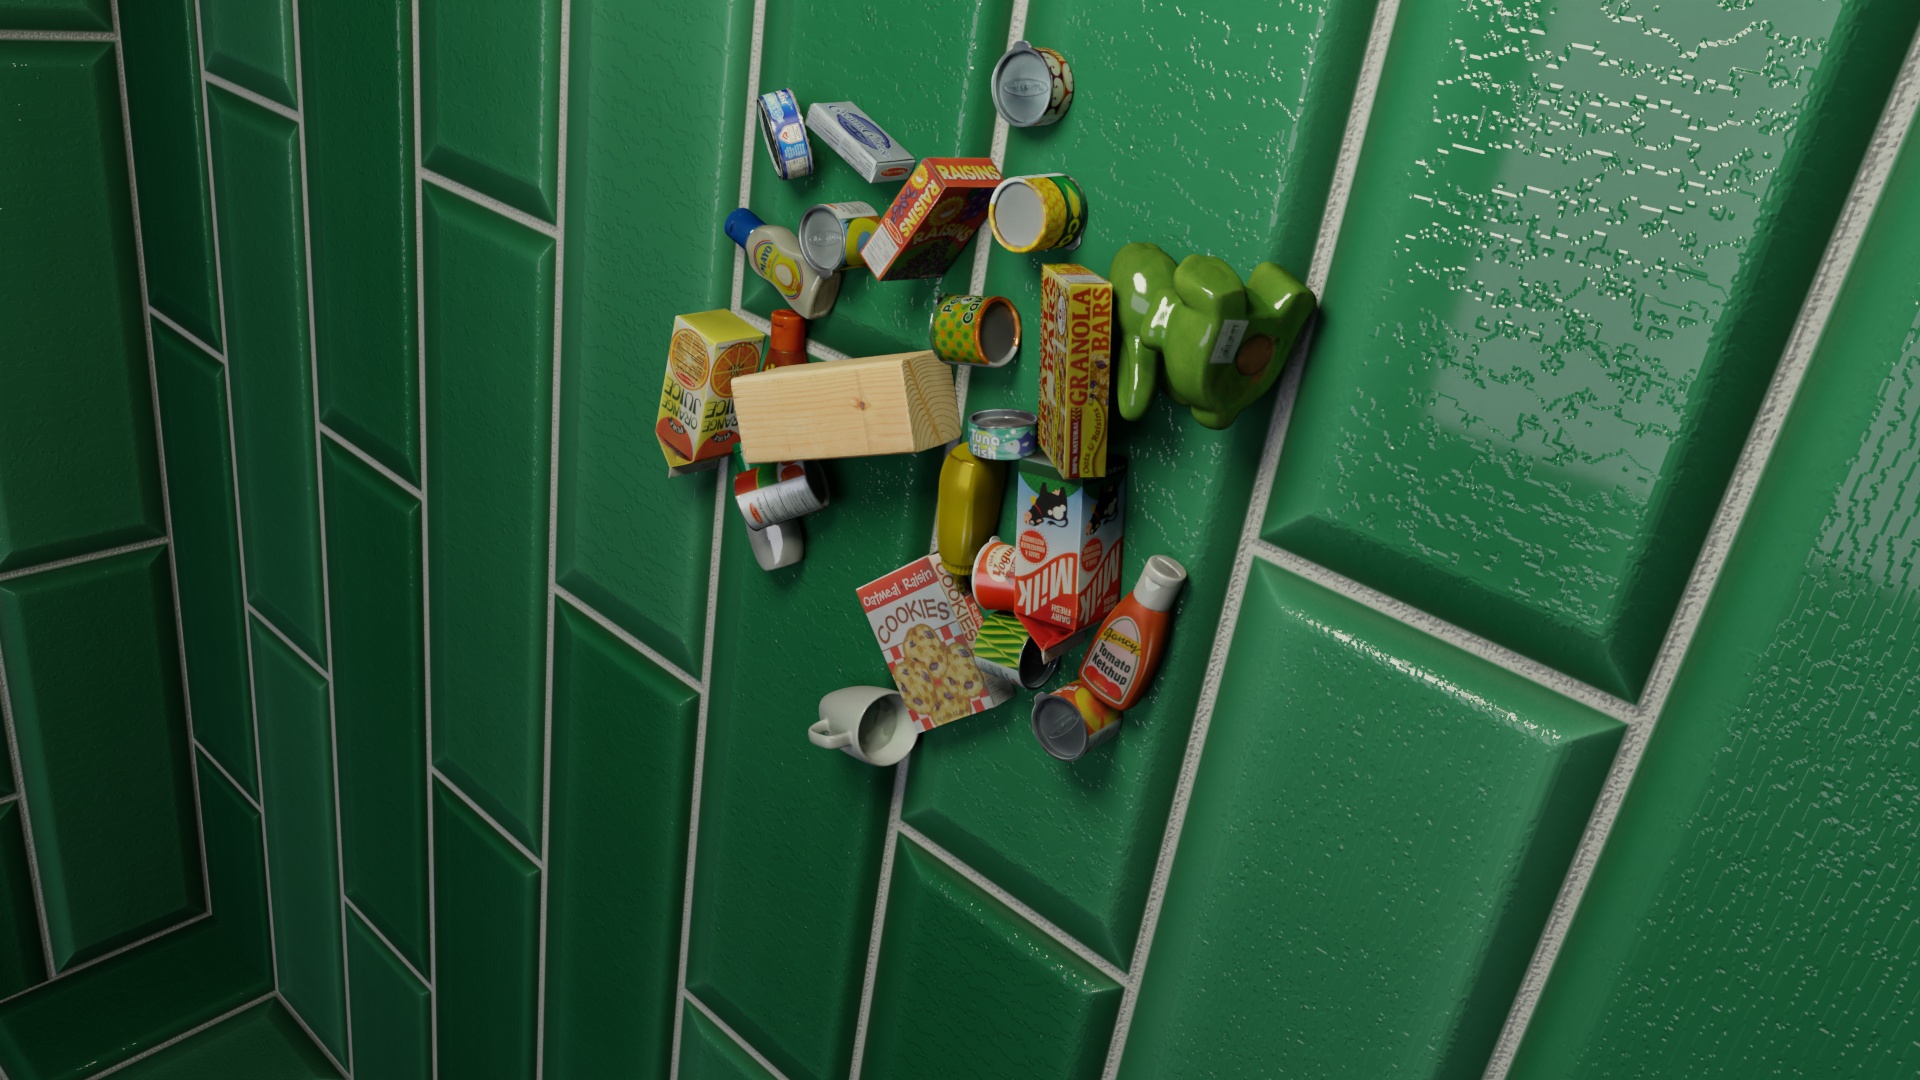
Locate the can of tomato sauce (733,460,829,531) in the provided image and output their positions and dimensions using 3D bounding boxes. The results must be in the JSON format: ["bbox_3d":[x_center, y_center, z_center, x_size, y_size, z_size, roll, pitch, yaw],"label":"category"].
[{"bbox_3d":[-0.192,-0.055,1.495,0.083,0.071,0.071,-18,92,13],"label":"can of tomato sauce"}]

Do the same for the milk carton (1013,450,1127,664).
[{"bbox_3d":[0.099,0.016,1.271,0.073,0.072,0.189,16,114,37],"label":"milk carton"}]

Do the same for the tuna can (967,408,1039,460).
[{"bbox_3d":[0.038,-0.098,1.290,0.071,0.071,0.032,17,116,38],"label":"tuna can"}]

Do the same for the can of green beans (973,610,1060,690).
[{"bbox_3d":[0.055,0.105,1.344,0.058,0.071,0.071,16,114,38],"label":"can of green beans"}]

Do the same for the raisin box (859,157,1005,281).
[{"bbox_3d":[-0.025,-0.294,1.273,0.122,0.086,0.040,-47,67,41],"label":"raisin box"}]

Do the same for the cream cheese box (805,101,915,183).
[{"bbox_3d":[-0.097,-0.383,1.332,0.104,0.053,0.024,46,130,22],"label":"cream cheese box"}]

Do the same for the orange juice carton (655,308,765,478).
[{"bbox_3d":[-0.286,-0.157,1.563,0.073,0.072,0.191,35,124,29],"label":"orange juice carton"}]

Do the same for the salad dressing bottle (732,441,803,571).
[{"bbox_3d":[-0.219,-0.041,1.561,0.064,0.044,0.147,-14,92,40],"label":"salad dressing bottle"}]

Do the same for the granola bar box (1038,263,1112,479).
[{"bbox_3d":[0.097,-0.148,1.196,0.124,0.039,0.165,-113,22,-70],"label":"granola bar box"}]

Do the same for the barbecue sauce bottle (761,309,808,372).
[{"bbox_3d":[-0.187,-0.171,1.489,0.065,0.044,0.148,21,117,32],"label":"barbecue sauce bottle"}]

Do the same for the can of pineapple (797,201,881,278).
[{"bbox_3d":[-0.118,-0.299,1.375,0.071,0.058,0.070,15,113,39],"label":"can of pineapple"}]

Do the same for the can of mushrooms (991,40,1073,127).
[{"bbox_3d":[0.062,-0.394,1.199,0.071,0.033,0.070,16,114,39],"label":"can of mushrooms"}]

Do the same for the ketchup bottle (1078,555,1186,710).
[{"bbox_3d":[0.160,0.081,1.258,0.065,0.044,0.148,39,126,26],"label":"ketchup bottle"}]

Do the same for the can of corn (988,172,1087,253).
[{"bbox_3d":[0.068,-0.284,1.212,0.071,0.058,0.071,15,113,39],"label":"can of corn"}]

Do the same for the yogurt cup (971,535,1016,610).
[{"bbox_3d":[0.050,0.037,1.329,0.054,0.073,0.072,9,110,32],"label":"yogurt cup"}]

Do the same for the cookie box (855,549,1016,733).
[{"bbox_3d":[-0.027,0.103,1.437,0.122,0.040,0.167,-26,87,44],"label":"cookie box"}]

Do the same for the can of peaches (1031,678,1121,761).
[{"bbox_3d":[0.110,0.167,1.320,0.071,0.058,0.071,15,114,39],"label":"can of peaches"}]

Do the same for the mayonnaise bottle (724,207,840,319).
[{"bbox_3d":[-0.188,-0.295,1.451,0.148,0.041,0.064,42,129,24],"label":"mayonnaise bottle"}]

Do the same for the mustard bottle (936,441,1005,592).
[{"bbox_3d":[0.005,-0.017,1.353,0.049,0.065,0.159,26,124,29],"label":"mustard bottle"}]

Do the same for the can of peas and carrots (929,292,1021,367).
[{"bbox_3d":[0.014,-0.196,1.283,0.059,0.071,0.070,10,110,39],"label":"can of peas and carrots"}]
